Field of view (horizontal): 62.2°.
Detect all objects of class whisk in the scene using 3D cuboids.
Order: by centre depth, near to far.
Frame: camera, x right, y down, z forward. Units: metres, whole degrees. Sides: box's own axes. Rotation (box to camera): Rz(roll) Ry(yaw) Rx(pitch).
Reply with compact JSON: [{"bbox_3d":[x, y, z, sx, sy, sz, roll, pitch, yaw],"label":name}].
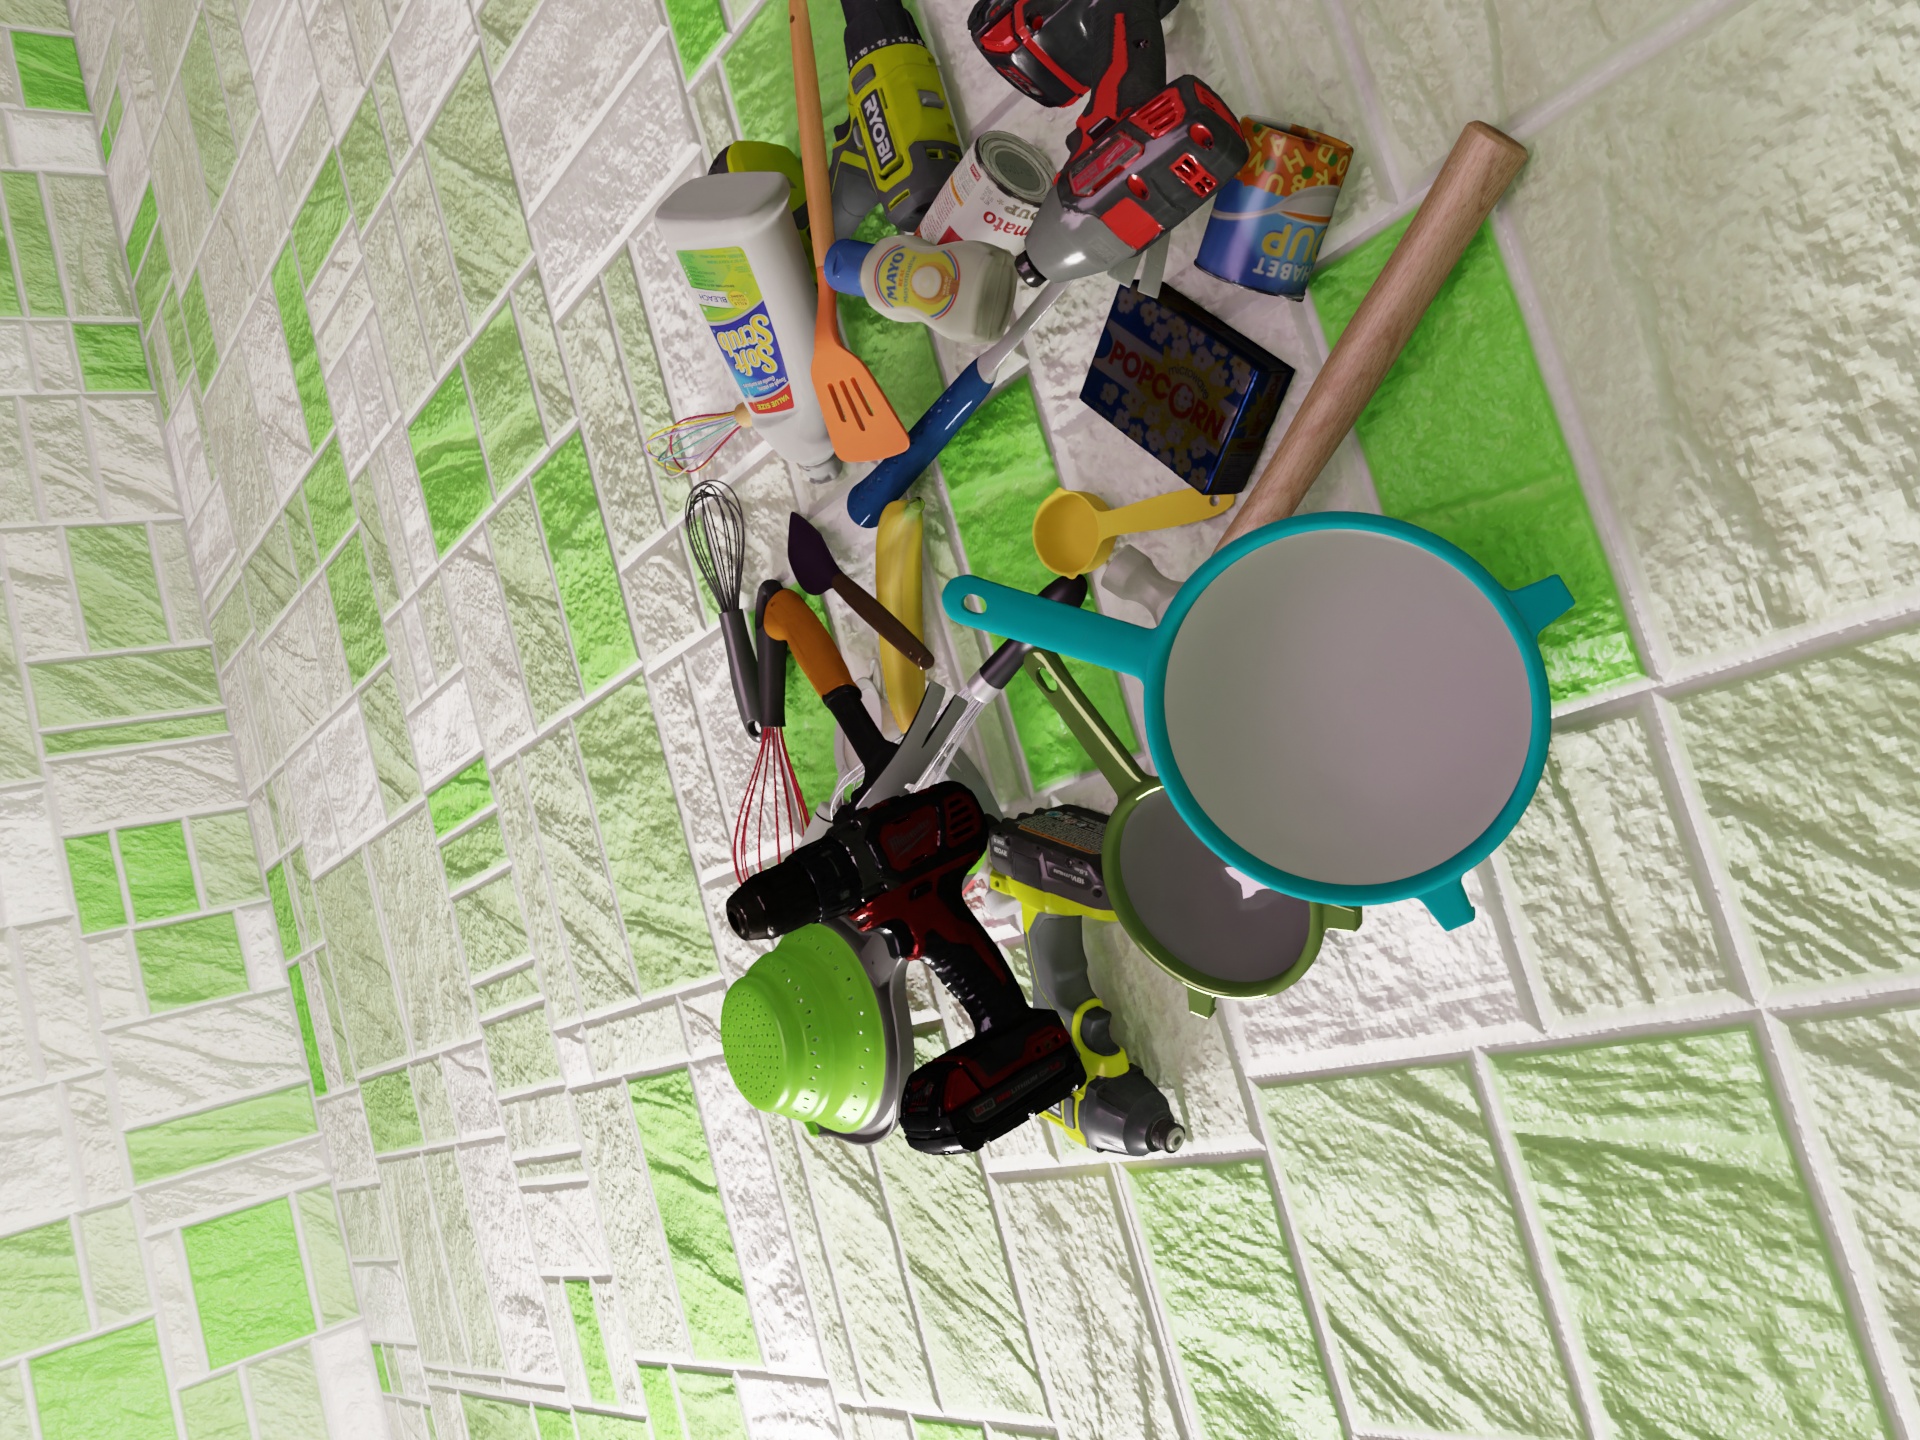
[{"bbox_3d":[-0.002,-0.004,1.150,0.284,0.070,0.070,-48,60,26],"label":"whisk"},{"bbox_3d":[-0.197,-0.258,1.385,0.245,0.051,0.047,-11,110,47],"label":"whisk"},{"bbox_3d":[-0.164,0.025,1.389,0.073,0.073,0.296,2,93,51],"label":"whisk"},{"bbox_3d":[-0.202,-0.097,1.418,0.055,0.055,0.239,-5,99,51],"label":"whisk"}]

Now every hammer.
[{"bbox_3d":[0.207,-0.170,0.886,0.130,0.031,0.331,37,122,13],"label":"hammer"},{"bbox_3d":[0.022,-0.243,1.086,0.405,0.035,0.144,-40,38,51],"label":"hammer"},{"bbox_3d":[-0.093,-0.035,1.223,0.127,0.034,0.337,-55,31,11],"label":"hammer"},{"bbox_3d":[-0.071,0.175,1.318,0.386,0.038,0.143,-49,59,44],"label":"hammer"}]

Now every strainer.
[{"bbox_3d":[0.157,-0.031,0.891,0.340,0.095,0.211,18,110,22],"label":"strainer"},{"bbox_3d":[0.135,0.050,0.985,0.256,0.069,0.151,53,134,8],"label":"strainer"},{"bbox_3d":[-0.103,0.067,1.294,0.258,0.050,0.087,-63,32,16],"label":"strainer"}]

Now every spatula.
[{"bbox_3d":[-0.092,-0.348,1.136,0.081,0.041,0.322,-1,97,46],"label":"spatula"},{"bbox_3d":[-0.086,-0.098,1.238,0.316,0.018,0.059,-137,49,-57],"label":"spatula"}]

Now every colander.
[{"bbox_3d":[-0.098,0.205,1.249,0.205,0.094,0.397,60,137,27],"label":"colander"}]

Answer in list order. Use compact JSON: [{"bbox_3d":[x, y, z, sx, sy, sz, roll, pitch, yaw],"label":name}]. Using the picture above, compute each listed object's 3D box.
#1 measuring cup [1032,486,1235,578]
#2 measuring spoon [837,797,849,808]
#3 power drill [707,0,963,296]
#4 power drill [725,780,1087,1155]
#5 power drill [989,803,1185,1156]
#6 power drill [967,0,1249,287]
[{"bbox_3d":[0.116,-0.132,1.041,0.156,0.029,0.062,-8,92,39],"label":"measuring cup"},{"bbox_3d":[-0.118,0.121,1.379,0.034,0.018,0.124,44,130,36],"label":"measuring spoon"},{"bbox_3d":[-0.095,-0.426,1.189,0.228,0.080,0.190,-22,82,48],"label":"power drill"},{"bbox_3d":[-0.035,0.167,1.039,0.080,0.188,0.227,-28,85,59],"label":"power drill"},{"bbox_3d":[0.088,0.183,1.099,0.171,0.080,0.223,16,114,49],"label":"power drill"},{"bbox_3d":[0.076,-0.354,0.918,0.143,0.078,0.220,-33,50,31],"label":"power drill"}]
